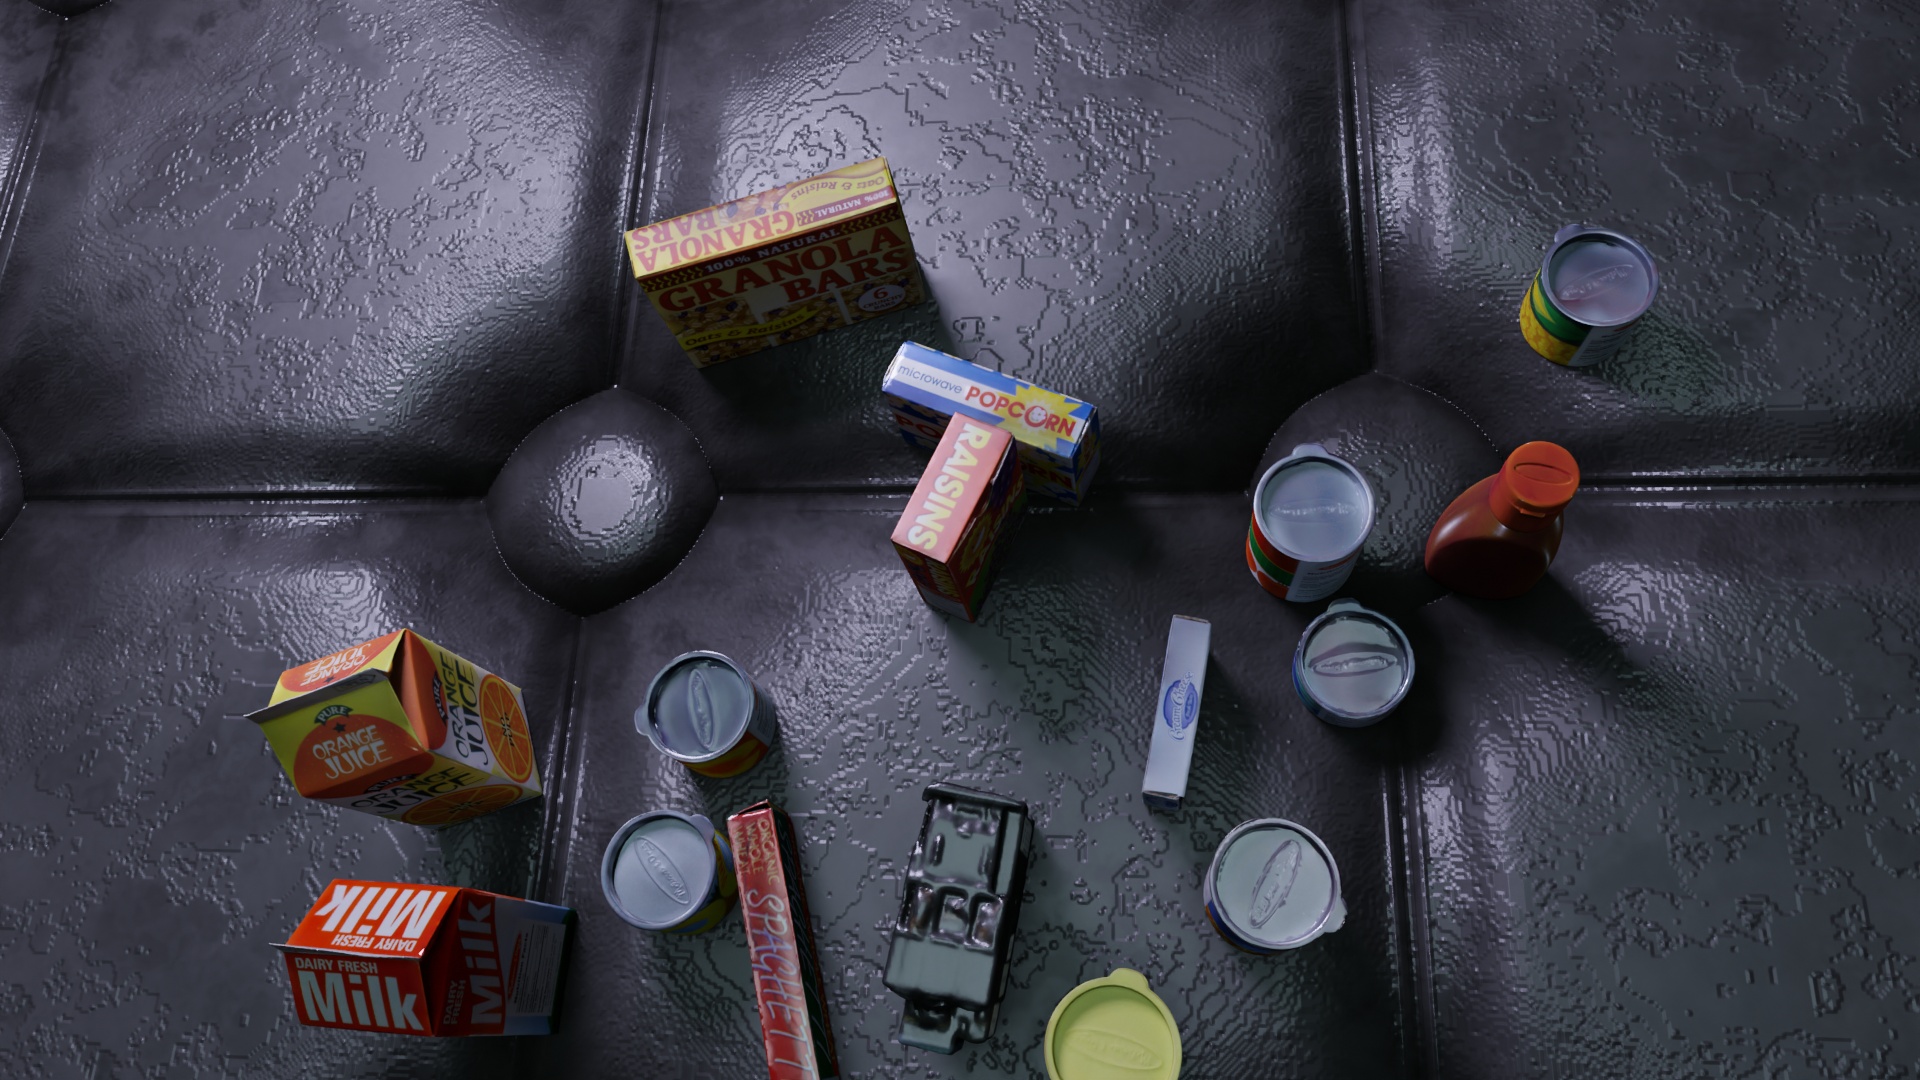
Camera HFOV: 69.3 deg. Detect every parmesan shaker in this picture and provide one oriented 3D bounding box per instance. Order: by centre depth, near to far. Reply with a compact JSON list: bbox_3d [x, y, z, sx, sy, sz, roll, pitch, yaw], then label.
[{"bbox_3d":[0.081,0.260,0.719,0.071,0.102,0.071,-2,71,7],"label":"parmesan shaker"}]

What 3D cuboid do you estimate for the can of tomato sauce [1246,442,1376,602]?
[{"bbox_3d":[0.201,-0.008,0.809,0.071,0.083,0.071,-2,71,7],"label":"can of tomato sauce"}]

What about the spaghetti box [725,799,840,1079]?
[{"bbox_3d":[-0.089,0.271,0.765,0.029,0.050,0.251,-15,69,2],"label":"spaghetti box"}]

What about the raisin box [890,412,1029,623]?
[{"bbox_3d":[0.003,-0.010,0.814,0.040,0.123,0.086,23,76,15],"label":"raisin box"}]

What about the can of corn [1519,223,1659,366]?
[{"bbox_3d":[0.381,-0.150,0.849,0.071,0.058,0.071,-2,71,7],"label":"can of corn"}]

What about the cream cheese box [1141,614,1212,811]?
[{"bbox_3d":[0.124,0.100,0.797,0.024,0.053,0.104,9,72,11],"label":"cream cheese box"}]

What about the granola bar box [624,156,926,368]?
[{"bbox_3d":[-0.112,-0.173,0.886,0.165,0.124,0.039,-16,70,2],"label":"granola bar box"}]

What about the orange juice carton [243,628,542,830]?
[{"bbox_3d":[-0.311,0.106,0.776,0.072,0.192,0.073,-19,70,1],"label":"orange juice carton"}]

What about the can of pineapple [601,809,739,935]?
[{"bbox_3d":[-0.163,0.191,0.799,0.071,0.057,0.071,-2,71,7],"label":"can of pineapple"}]

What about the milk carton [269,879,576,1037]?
[{"bbox_3d":[-0.277,0.221,0.732,0.072,0.190,0.073,2,71,8],"label":"milk carton"}]

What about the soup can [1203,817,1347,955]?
[{"bbox_3d":[0.167,0.189,0.743,0.071,0.083,0.071,-2,71,7],"label":"soup can"}]

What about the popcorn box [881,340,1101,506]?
[{"bbox_3d":[0.021,-0.071,0.854,0.127,0.085,0.038,21,75,14],"label":"popcorn box"}]

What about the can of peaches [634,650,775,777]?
[{"bbox_3d":[-0.151,0.105,0.828,0.071,0.058,0.071,-2,71,7],"label":"can of peaches"}]

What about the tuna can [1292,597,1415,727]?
[{"bbox_3d":[0.226,0.071,0.804,0.071,0.032,0.071,-2,70,7],"label":"tuna can"}]

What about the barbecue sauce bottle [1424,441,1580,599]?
[{"bbox_3d":[0.300,-0.009,0.762,0.065,0.148,0.044,14,74,12],"label":"barbecue sauce bottle"}]
